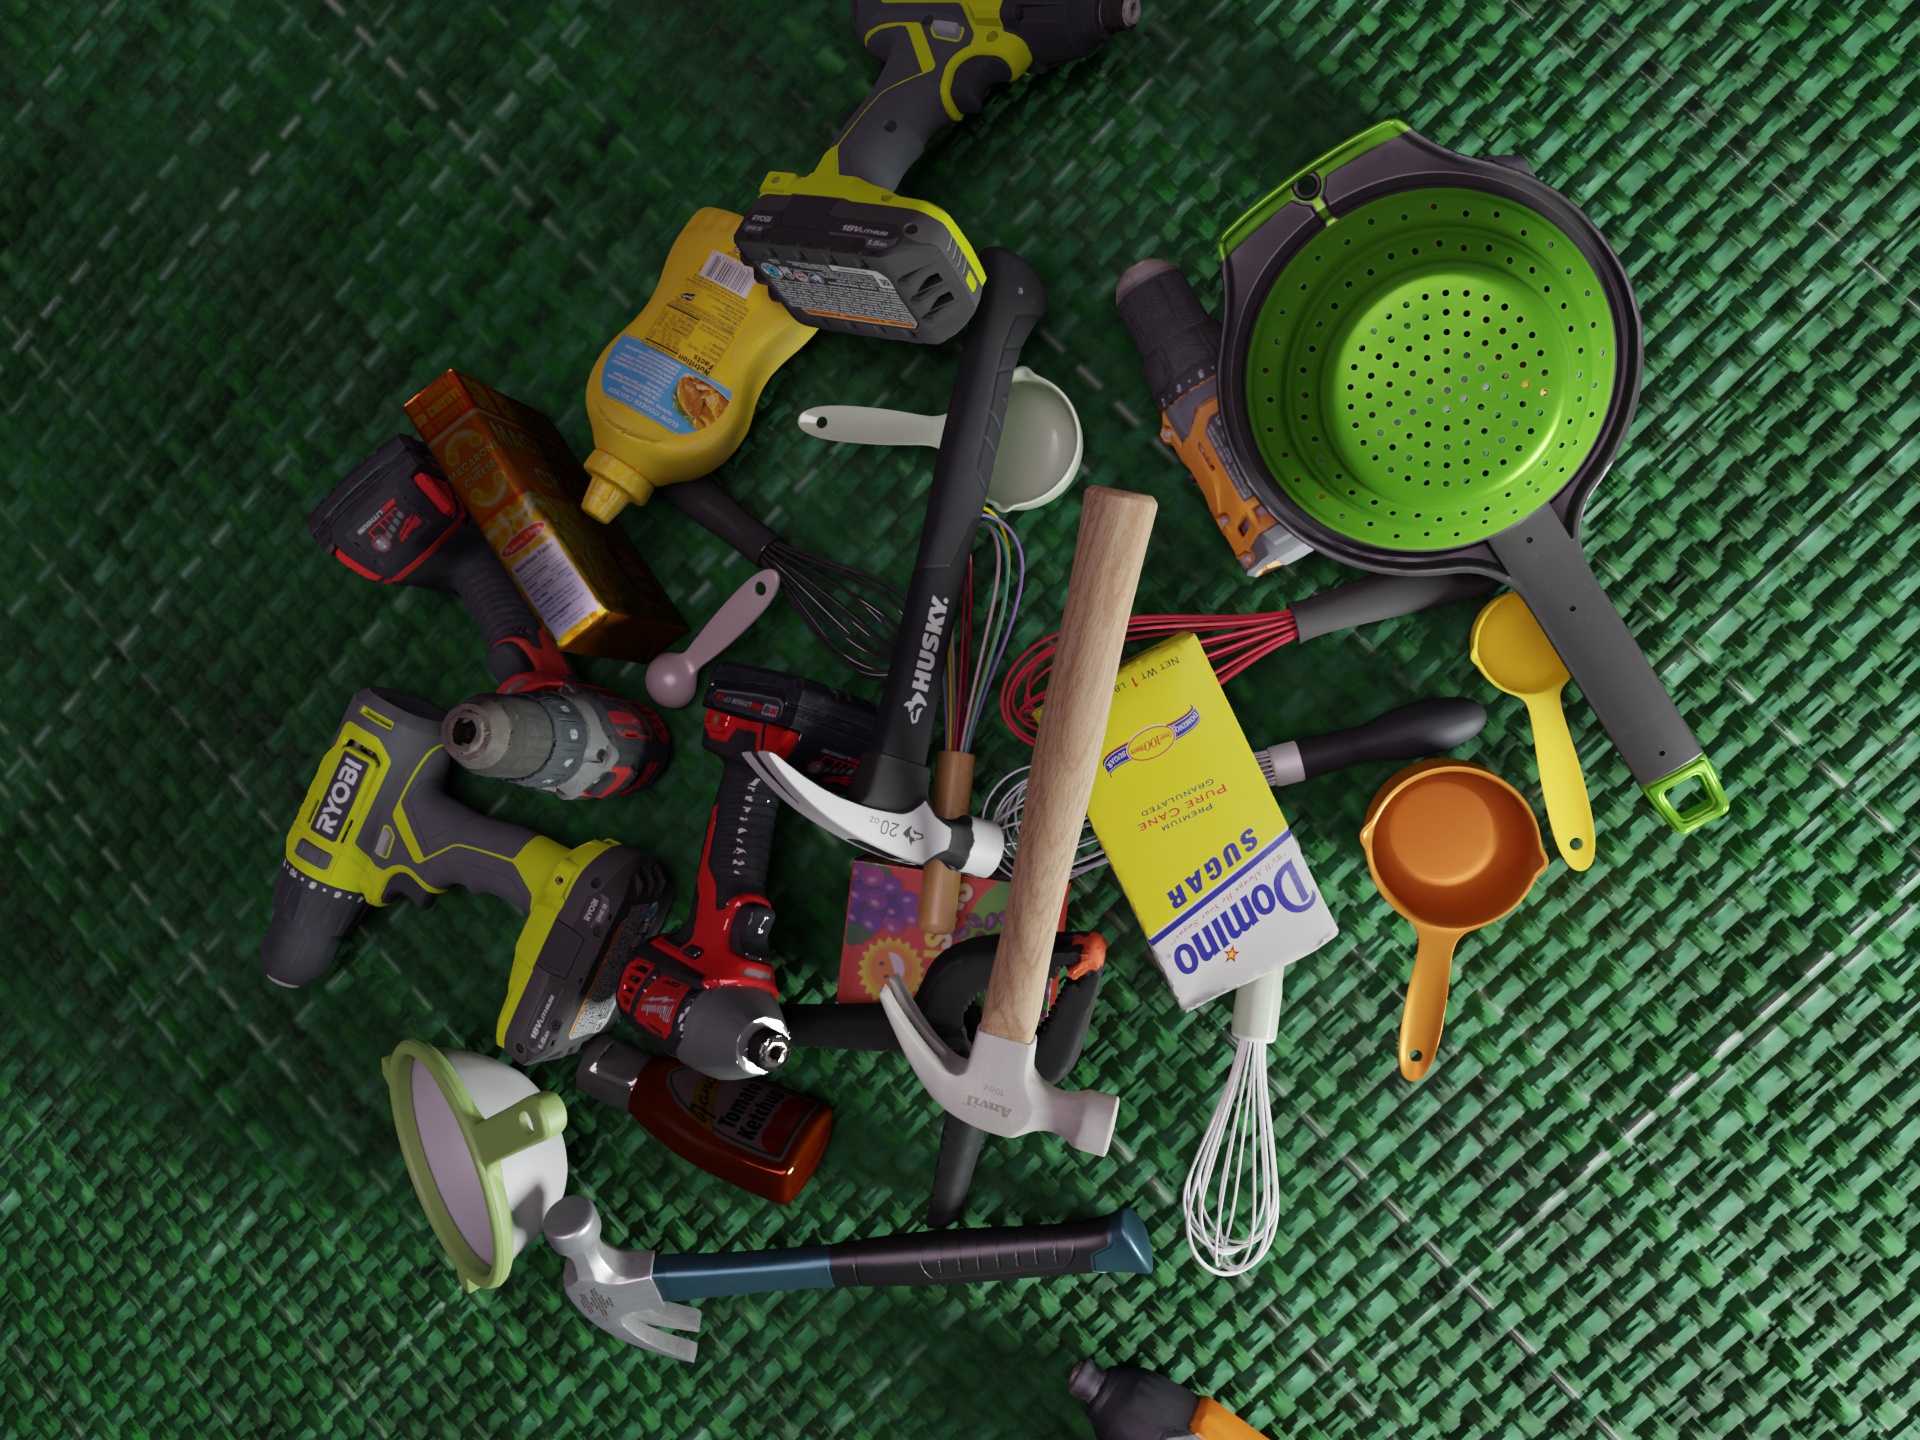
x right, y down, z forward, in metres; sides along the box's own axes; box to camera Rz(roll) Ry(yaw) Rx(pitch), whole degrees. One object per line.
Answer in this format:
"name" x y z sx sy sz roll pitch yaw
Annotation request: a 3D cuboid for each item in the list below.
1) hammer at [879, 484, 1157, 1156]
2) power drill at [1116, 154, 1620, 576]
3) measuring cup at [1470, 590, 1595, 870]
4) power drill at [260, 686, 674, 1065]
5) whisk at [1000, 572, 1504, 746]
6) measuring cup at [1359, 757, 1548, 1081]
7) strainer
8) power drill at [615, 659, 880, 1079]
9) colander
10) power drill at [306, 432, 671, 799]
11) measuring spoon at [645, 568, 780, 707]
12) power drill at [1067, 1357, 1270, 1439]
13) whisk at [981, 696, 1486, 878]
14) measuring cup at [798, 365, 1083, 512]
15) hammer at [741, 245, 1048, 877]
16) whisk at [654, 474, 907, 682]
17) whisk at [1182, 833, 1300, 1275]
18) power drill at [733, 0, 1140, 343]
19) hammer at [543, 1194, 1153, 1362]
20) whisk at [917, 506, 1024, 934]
"hammer" 0.043 0.048 0.792 0.130 0.031 0.331 13 101 11
"power drill" 0.208 -0.209 0.855 0.226 0.084 0.185 -30 83 15
"measuring cup" 0.315 0.004 0.858 0.062 0.029 0.156 -15 98 9
"power drill" -0.307 0.110 0.957 0.228 0.080 0.190 27 94 14
"whisk" 0.164 -0.047 0.873 0.296 0.073 0.073 -17 85 4
"measuring cup" 0.254 0.104 0.854 0.095 0.052 0.173 8 101 8
"strainer" -0.249 0.231 0.896 0.256 0.069 0.151 -34 77 51
"power drill" -0.112 0.086 0.877 0.143 0.078 0.220 13 84 53
"colander" 0.272 -0.096 0.769 0.204 0.094 0.397 -32 100 17
"power drill" -0.271 -0.050 0.899 0.080 0.188 0.227 -40 78 10
"measuring spoon" -0.148 -0.049 0.934 0.124 0.018 0.034 -41 79 30
"power drill" 0.086 0.471 0.867 0.164 0.084 0.226 33 91 11
"whisk" 0.147 0.032 0.873 0.284 0.070 0.070 -15 86 6
"measuring cup" -0.010 -0.163 0.920 0.167 0.038 0.083 8 91 14
"hammer" -0.013 -0.094 0.845 0.146 0.035 0.335 18 79 -29
"whisk" -0.113 -0.102 0.936 0.239 0.055 0.055 38 96 14
"whisk" 0.161 0.182 0.876 0.059 0.058 0.246 9 87 -22
"power drill" -0.013 -0.321 0.859 0.171 0.080 0.223 16 74 31
"hammer" -0.058 0.306 0.898 0.331 0.033 0.128 -6 128 4
"whisk" -0.003 -0.003 0.893 0.051 0.047 0.245 4 80 16
